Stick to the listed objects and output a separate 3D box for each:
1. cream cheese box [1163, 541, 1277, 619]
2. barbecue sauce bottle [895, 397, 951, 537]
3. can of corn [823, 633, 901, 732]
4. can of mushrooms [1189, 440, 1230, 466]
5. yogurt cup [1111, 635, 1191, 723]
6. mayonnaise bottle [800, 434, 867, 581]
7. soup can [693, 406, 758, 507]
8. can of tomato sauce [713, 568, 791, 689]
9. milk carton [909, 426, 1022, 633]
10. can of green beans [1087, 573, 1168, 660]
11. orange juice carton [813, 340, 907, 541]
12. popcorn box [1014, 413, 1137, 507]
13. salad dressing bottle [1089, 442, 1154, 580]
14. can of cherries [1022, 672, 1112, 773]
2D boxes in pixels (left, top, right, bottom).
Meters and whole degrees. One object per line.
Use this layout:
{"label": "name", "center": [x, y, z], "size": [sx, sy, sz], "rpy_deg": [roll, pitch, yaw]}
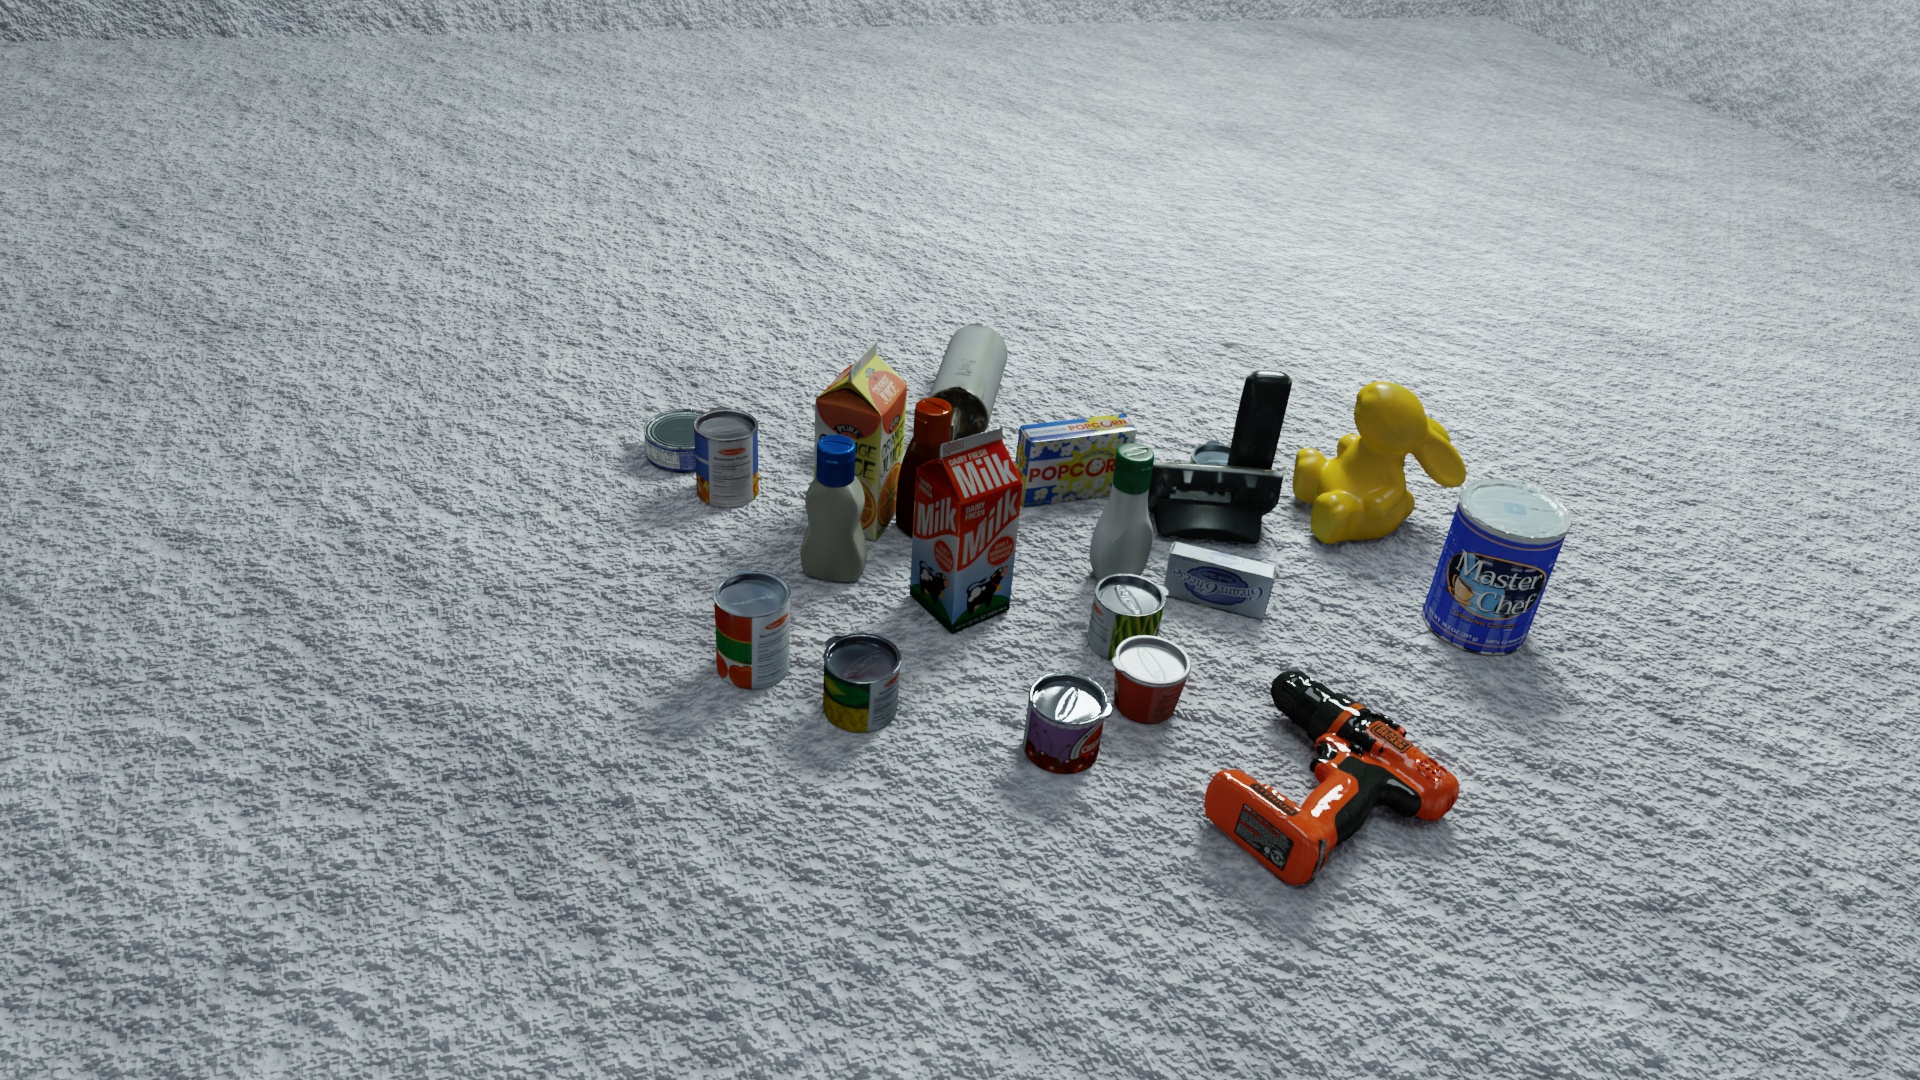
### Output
{"label": "cream cheese box", "center": [0.254, 0.039, 1.365], "size": [0.104, 0.053, 0.024], "rpy_deg": [14, 35, 12]}
{"label": "barbecue sauce bottle", "center": [-0.032, -0.071, 1.404], "size": [0.065, 0.147, 0.044], "rpy_deg": [26, 39, 27]}
{"label": "can of corn", "center": [-0.087, 0.122, 1.196], "size": [0.071, 0.058, 0.071], "rpy_deg": [4, 34, -2]}
{"label": "can of mushrooms", "center": [0.289, -0.081, 1.562], "size": [0.071, 0.033, 0.071], "rpy_deg": [4, 34, -2]}
{"label": "yogurt cup", "center": [0.167, 0.125, 1.229], "size": [0.072, 0.053, 0.073], "rpy_deg": [4, 34, -2]}
{"label": "mayonnaise bottle", "center": [-0.120, -0.030, 1.333], "size": [0.065, 0.147, 0.041], "rpy_deg": [8, 34, 4]}
{"label": "soup can", "center": [-0.245, -0.088, 1.456], "size": [0.071, 0.083, 0.072], "rpy_deg": [4, 34, -2]}
{"label": "can of tomato sauce", "center": [-0.184, 0.078, 1.224], "size": [0.071, 0.082, 0.071], "rpy_deg": [4, 34, -2]}
{"label": "milk carton", "center": [0.005, -0.016, 1.292], "size": [0.072, 0.189, 0.073], "rpy_deg": [-19, 41, -31]}
{"label": "can of green beans", "center": [0.155, 0.073, 1.299], "size": [0.071, 0.057, 0.071], "rpy_deg": [4, 34, -2]}
{"label": "orange juice carton", "center": [-0.101, -0.103, 1.402], "size": [0.073, 0.191, 0.072], "rpy_deg": [15, 35, 14]}
{"label": "popcorn box", "center": [0.122, -0.087, 1.503], "size": [0.127, 0.084, 0.038], "rpy_deg": [-8, 36, -19]}
{"label": "salad dressing bottle", "center": [0.162, -0.025, 1.363], "size": [0.064, 0.146, 0.044], "rpy_deg": [-14, 39, -26]}
{"label": "can of cherries", "center": [0.090, 0.155, 1.171], "size": [0.071, 0.058, 0.072], "rpy_deg": [4, 34, -2]}
